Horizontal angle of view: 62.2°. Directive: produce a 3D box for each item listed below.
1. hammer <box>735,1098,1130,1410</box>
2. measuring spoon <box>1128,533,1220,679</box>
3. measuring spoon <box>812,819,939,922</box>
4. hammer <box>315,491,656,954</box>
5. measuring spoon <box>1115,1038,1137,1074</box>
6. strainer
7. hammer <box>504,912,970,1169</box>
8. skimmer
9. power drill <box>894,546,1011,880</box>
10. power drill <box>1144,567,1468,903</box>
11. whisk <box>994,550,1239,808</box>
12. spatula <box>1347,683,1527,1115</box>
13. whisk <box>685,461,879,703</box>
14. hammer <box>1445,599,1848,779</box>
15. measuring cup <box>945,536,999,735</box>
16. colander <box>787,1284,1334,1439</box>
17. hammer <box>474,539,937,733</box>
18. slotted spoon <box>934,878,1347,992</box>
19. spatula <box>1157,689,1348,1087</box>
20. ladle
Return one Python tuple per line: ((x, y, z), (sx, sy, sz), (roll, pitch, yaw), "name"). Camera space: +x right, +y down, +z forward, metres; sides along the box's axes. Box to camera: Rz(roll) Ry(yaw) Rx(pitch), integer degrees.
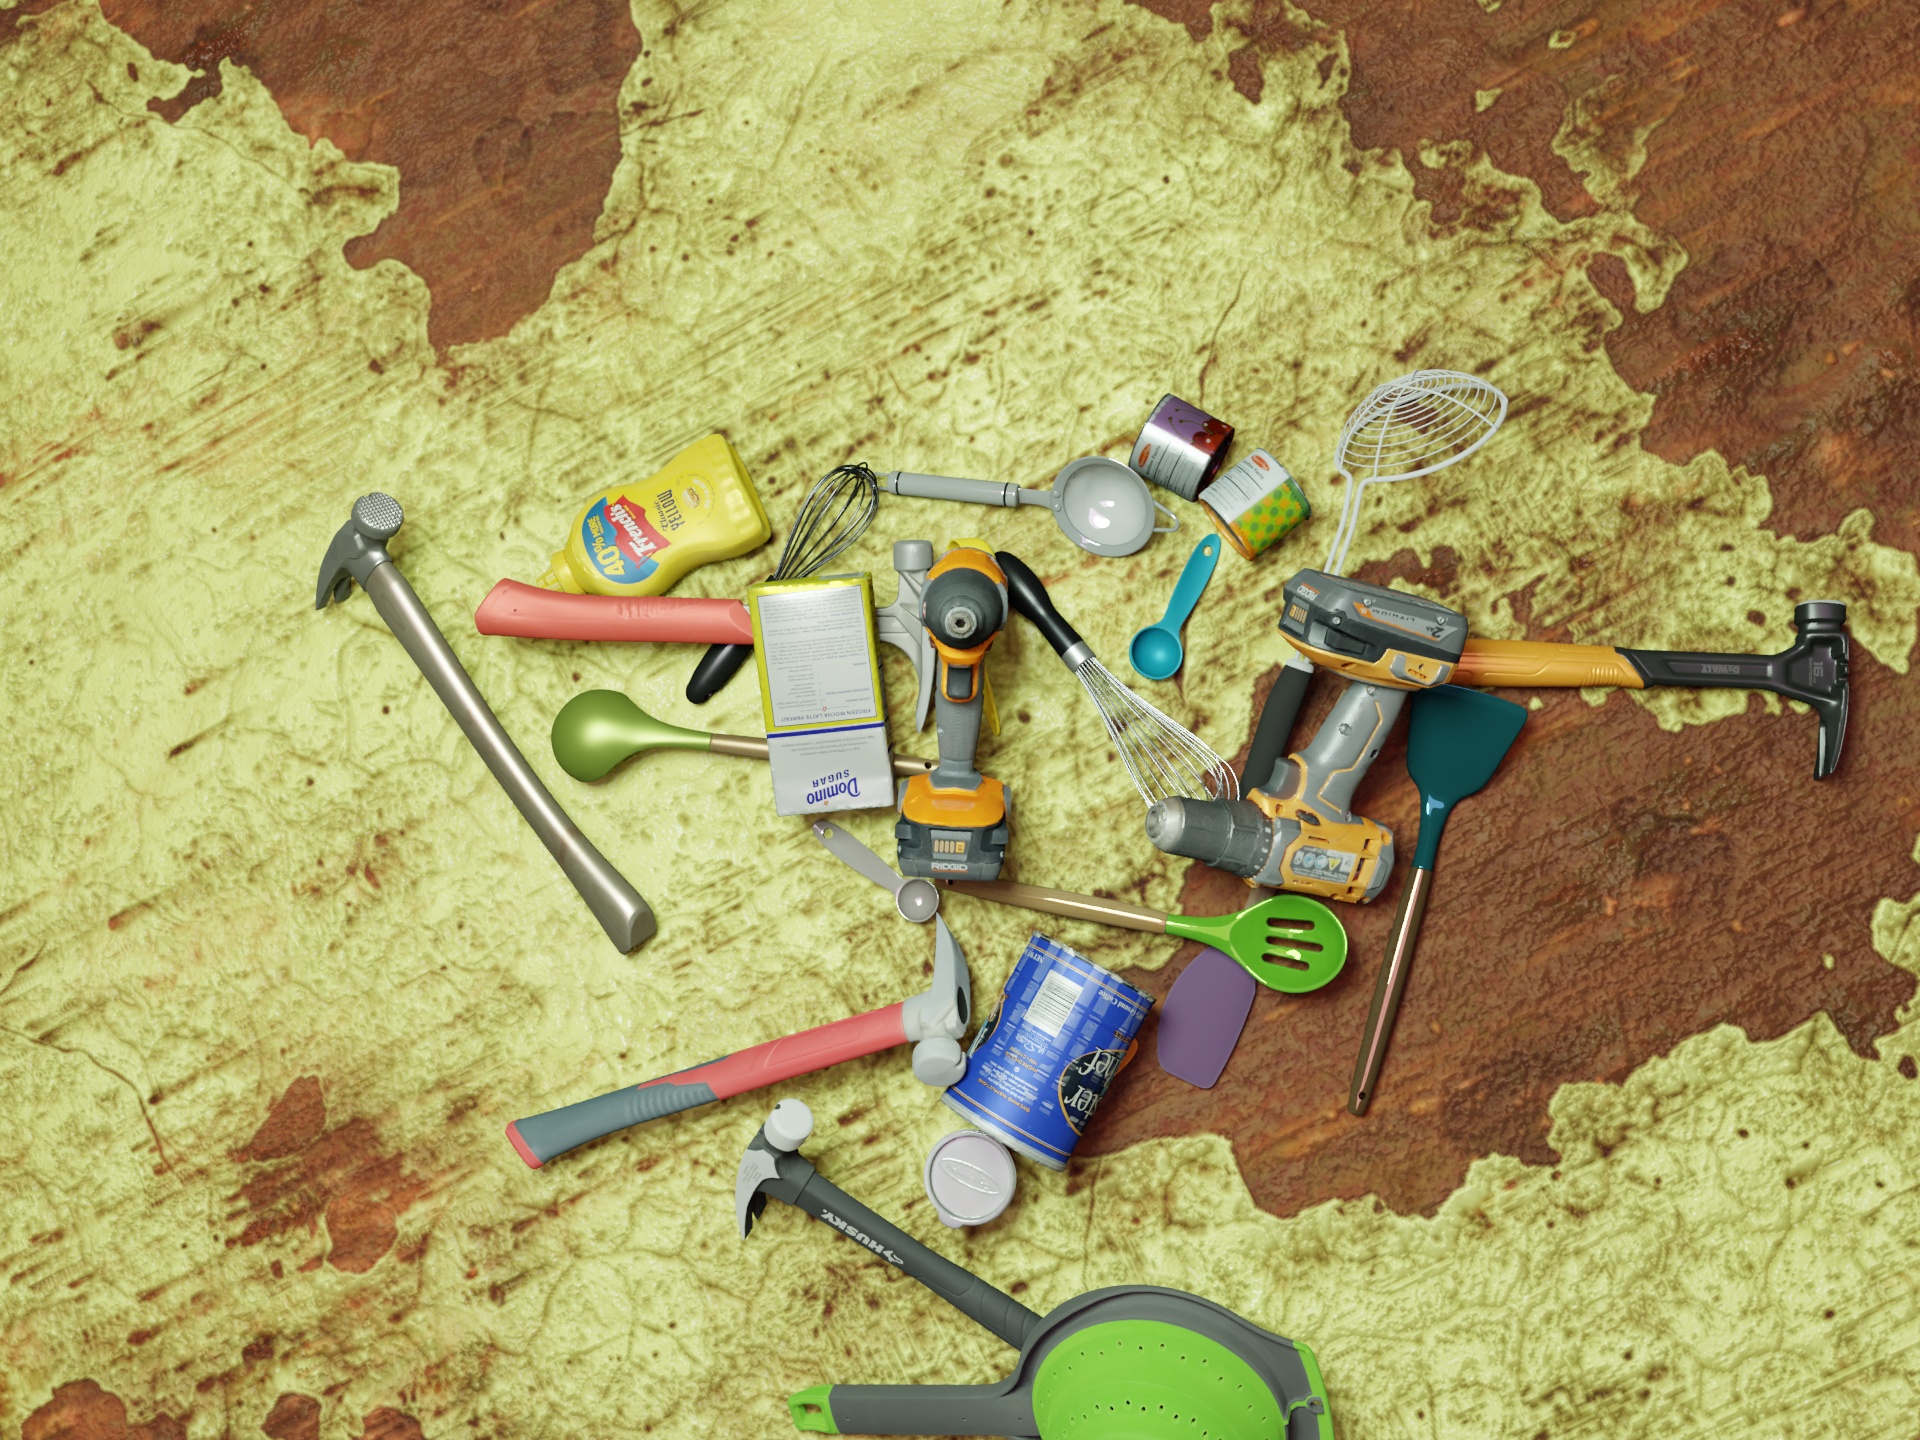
((-0.017, 0.406, 1.157), (0.335, 0.035, 0.146), (32, 131, 3), "hammer")
((0.168, -0.088, 1.232), (0.042, 0.021, 0.129), (29, 78, -4), "measuring spoon")
((-0.066, 0.115, 1.244), (0.124, 0.018, 0.034), (34, 94, 19), "measuring spoon")
((-0.382, 0.018, 1.279), (0.411, 0.038, 0.146), (53, 135, 5), "hammer")
((0.087, 0.278, 1.195), (0.117, 0.011, 0.021), (-39, 70, -1), "measuring spoon")
((0.049, -0.179, 1.250), (0.258, 0.050, 0.086), (8, 127, 16), "strainer")
((-0.173, 0.258, 1.212), (0.386, 0.038, 0.143), (-20, 36, 15), "hammer")
((0.295, -0.092, 1.188), (0.090, 0.127, 0.363), (14, 98, -32), "skimmer")
((-0.002, -0.004, 1.145), (0.084, 0.164, 0.226), (3, 103, 1), "power drill")
((0.239, 0.013, 1.114), (0.185, 0.084, 0.226), (11, 105, -18), "power drill")
((0.110, -0.024, 1.213), (0.070, 0.070, 0.285), (-39, 72, 3), "whisk")
((0.329, 0.133, 1.156), (0.082, 0.044, 0.317), (16, 86, 6), "spatula")
((-0.145, -0.109, 1.273), (0.055, 0.055, 0.239), (39, 95, 13), "whisk")
((0.464, -0.032, 1.161), (0.337, 0.034, 0.127), (4, 82, 10), "hammer")
((0.021, -0.067, 1.241), (0.029, 0.062, 0.156), (-14, 92, -18), "measuring cup")
((0.052, 0.503, 1.096), (0.397, 0.094, 0.204), (-8, 109, 18), "colander")
((-0.197, -0.068, 1.242), (0.359, 0.037, 0.149), (1, 98, 3), "hammer")
((0.130, 0.144, 1.186), (0.314, 0.031, 0.070), (9, 84, 17), "slotted spoon")
((0.226, 0.121, 1.188), (0.060, 0.018, 0.316), (25, 88, 13), "spatula")
((-0.170, 0.025, 1.264), (0.320, 0.062, 0.078), (7, 68, 4), "ladle")
